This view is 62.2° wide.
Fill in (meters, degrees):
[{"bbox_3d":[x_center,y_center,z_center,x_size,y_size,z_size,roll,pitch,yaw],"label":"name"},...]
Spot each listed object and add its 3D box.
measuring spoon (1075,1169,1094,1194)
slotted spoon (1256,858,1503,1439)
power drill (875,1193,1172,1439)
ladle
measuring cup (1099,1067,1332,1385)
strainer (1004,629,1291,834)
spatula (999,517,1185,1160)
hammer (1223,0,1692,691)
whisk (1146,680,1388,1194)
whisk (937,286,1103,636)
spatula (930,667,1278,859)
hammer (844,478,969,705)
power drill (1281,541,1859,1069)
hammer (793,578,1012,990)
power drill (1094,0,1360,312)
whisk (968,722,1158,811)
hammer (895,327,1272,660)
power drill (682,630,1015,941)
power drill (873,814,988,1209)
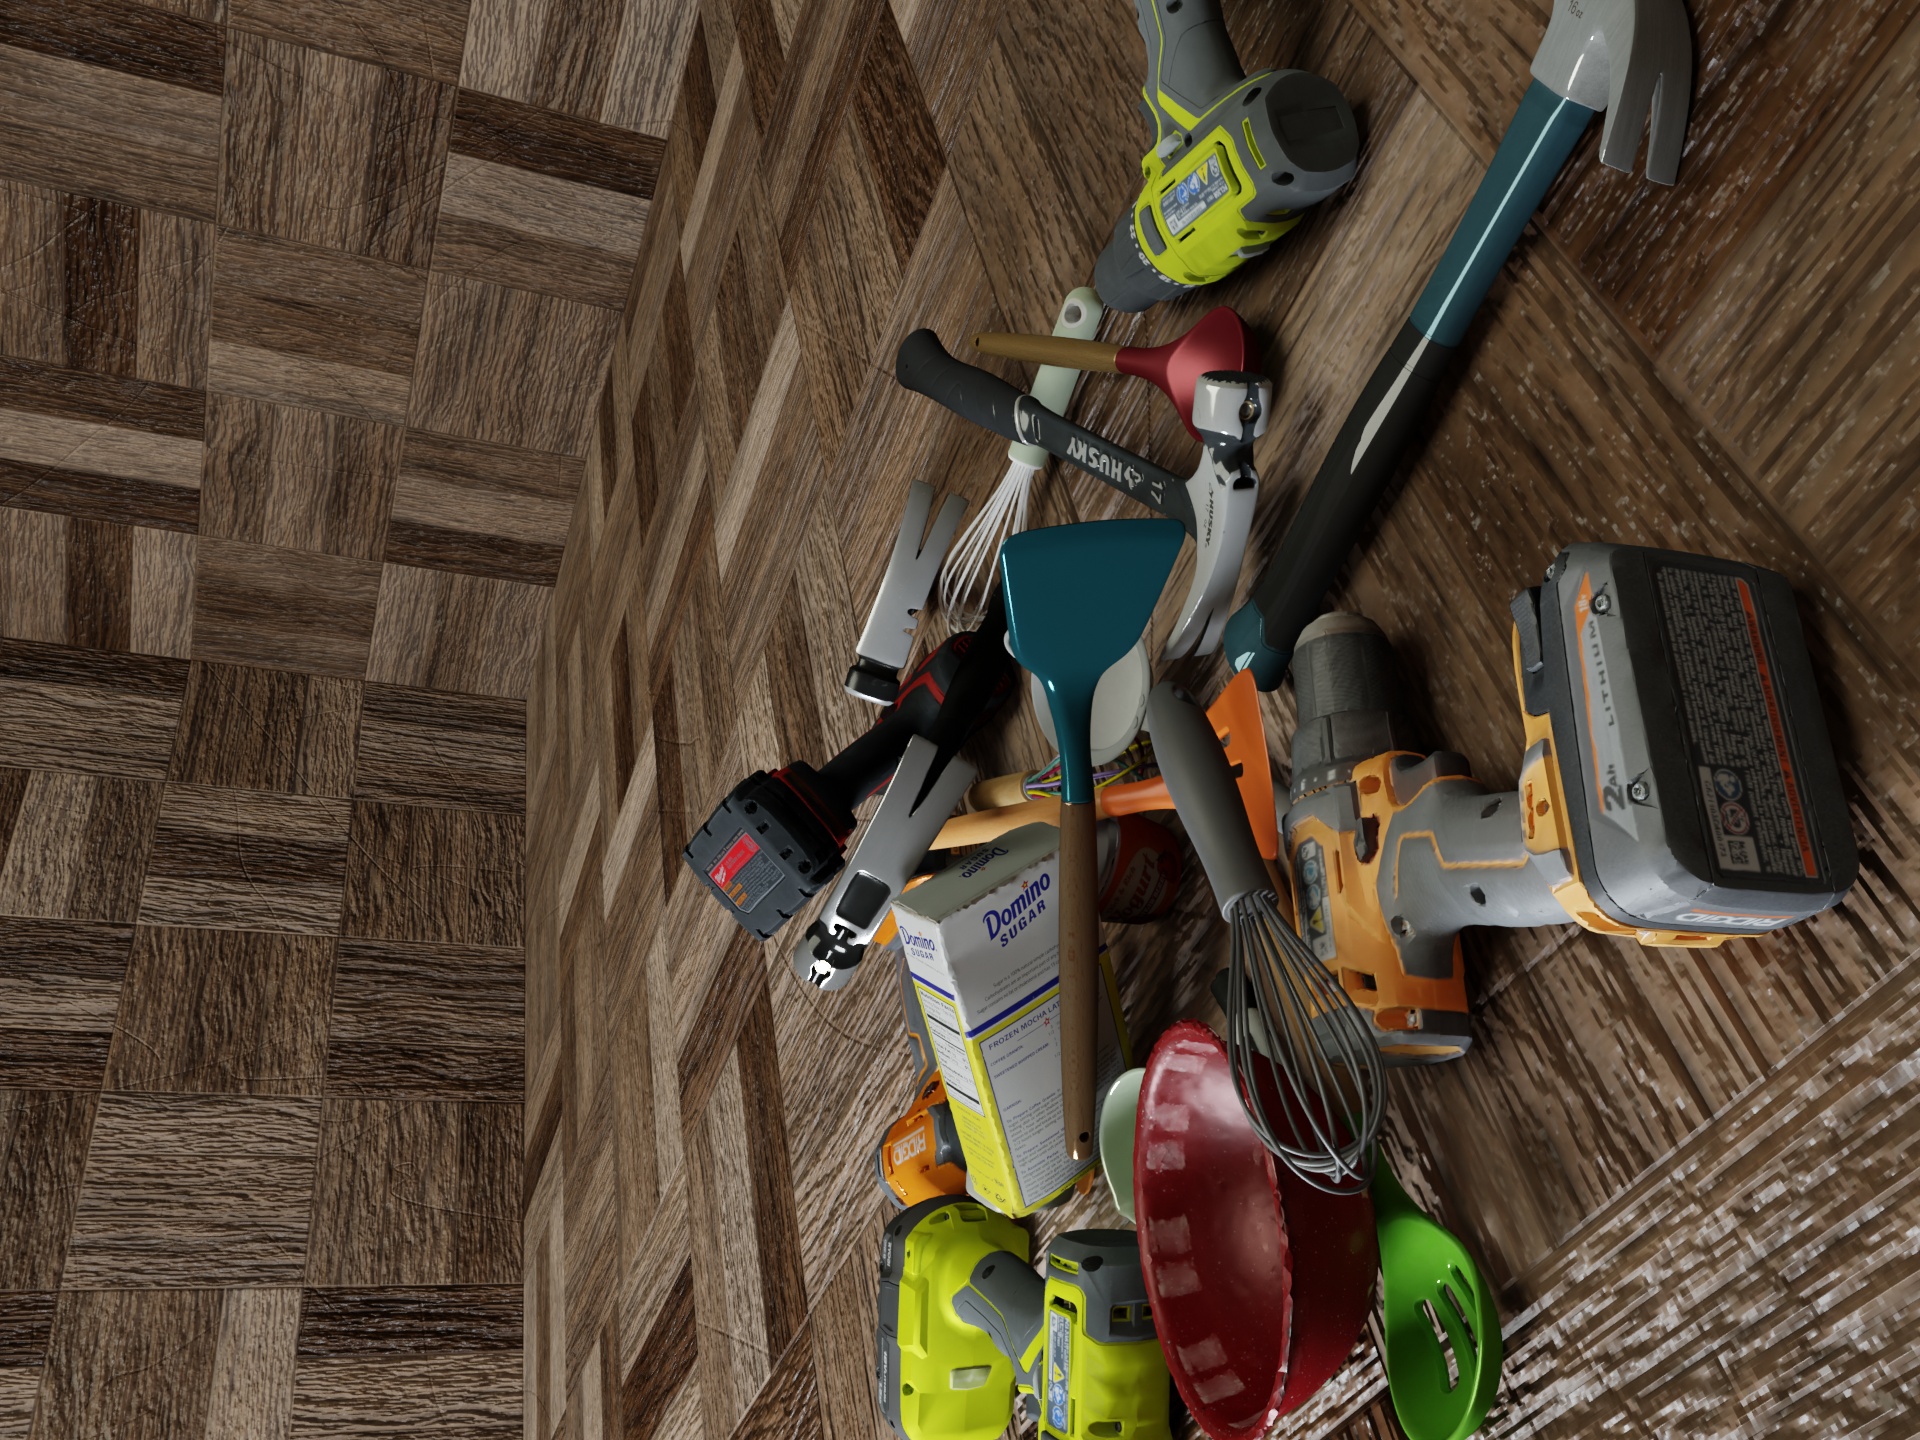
[{"bbox_3d":[0.074,0.203,0.876,0.021,0.011,0.117,4,90,60],"label":"measuring spoon"},{"bbox_3d":[0.157,0.144,0.665,0.314,0.031,0.070,-103,26,-45],"label":"slotted spoon"},{"bbox_3d":[0.033,0.346,0.841,0.223,0.080,0.171,167,107,-64],"label":"power drill"},{"bbox_3d":[0.080,-0.209,0.918,0.316,0.031,0.069,31,115,59],"label":"ladle"},{"bbox_3d":[0.124,0.226,0.720,0.168,0.038,0.083,49,129,43],"label":"measuring cup"},{"bbox_3d":[0.108,0.009,0.778,0.259,0.050,0.087,40,120,50],"label":"strainer"},{"bbox_3d":[0.056,0.063,0.722,0.044,0.082,0.317,-138,43,-67],"label":"spatula"},{"bbox_3d":[0.191,-0.151,0.667,0.128,0.033,0.330,-107,32,-48],"label":"hammer"},{"bbox_3d":[0.107,0.070,0.608,0.239,0.055,0.055,-104,30,-44],"label":"whisk"},{"bbox_3d":[0.040,-0.161,1.031,0.058,0.059,0.246,32,114,26],"label":"whisk"},{"bbox_3d":[0.053,0.043,0.791,0.322,0.041,0.081,-17,77,55],"label":"spatula"},{"bbox_3d":[-0.034,-0.092,1.054,0.337,0.034,0.127,-95,25,-82],"label":"hammer"},{"bbox_3d":[0.187,0.015,0.566,0.226,0.084,0.185,131,141,-61],"label":"power drill"},{"bbox_3d":[-0.001,-0.003,0.888,0.146,0.035,0.335,-59,2,35],"label":"hammer"},{"bbox_3d":[0.096,-0.335,0.818,0.190,0.080,0.228,-21,90,65],"label":"power drill"},{"bbox_3d":[0.056,0.037,0.939,0.047,0.051,0.245,-65,14,-14],"label":"whisk"},{"bbox_3d":[0.050,-0.165,0.927,0.409,0.036,0.149,-137,44,-56],"label":"hammer"},{"bbox_3d":[-0.074,0.044,1.054,0.080,0.227,0.188,48,142,2],"label":"power drill"},{"bbox_3d":[-0.005,0.176,0.987,0.164,0.084,0.227,-45,46,53],"label":"power drill"}]
